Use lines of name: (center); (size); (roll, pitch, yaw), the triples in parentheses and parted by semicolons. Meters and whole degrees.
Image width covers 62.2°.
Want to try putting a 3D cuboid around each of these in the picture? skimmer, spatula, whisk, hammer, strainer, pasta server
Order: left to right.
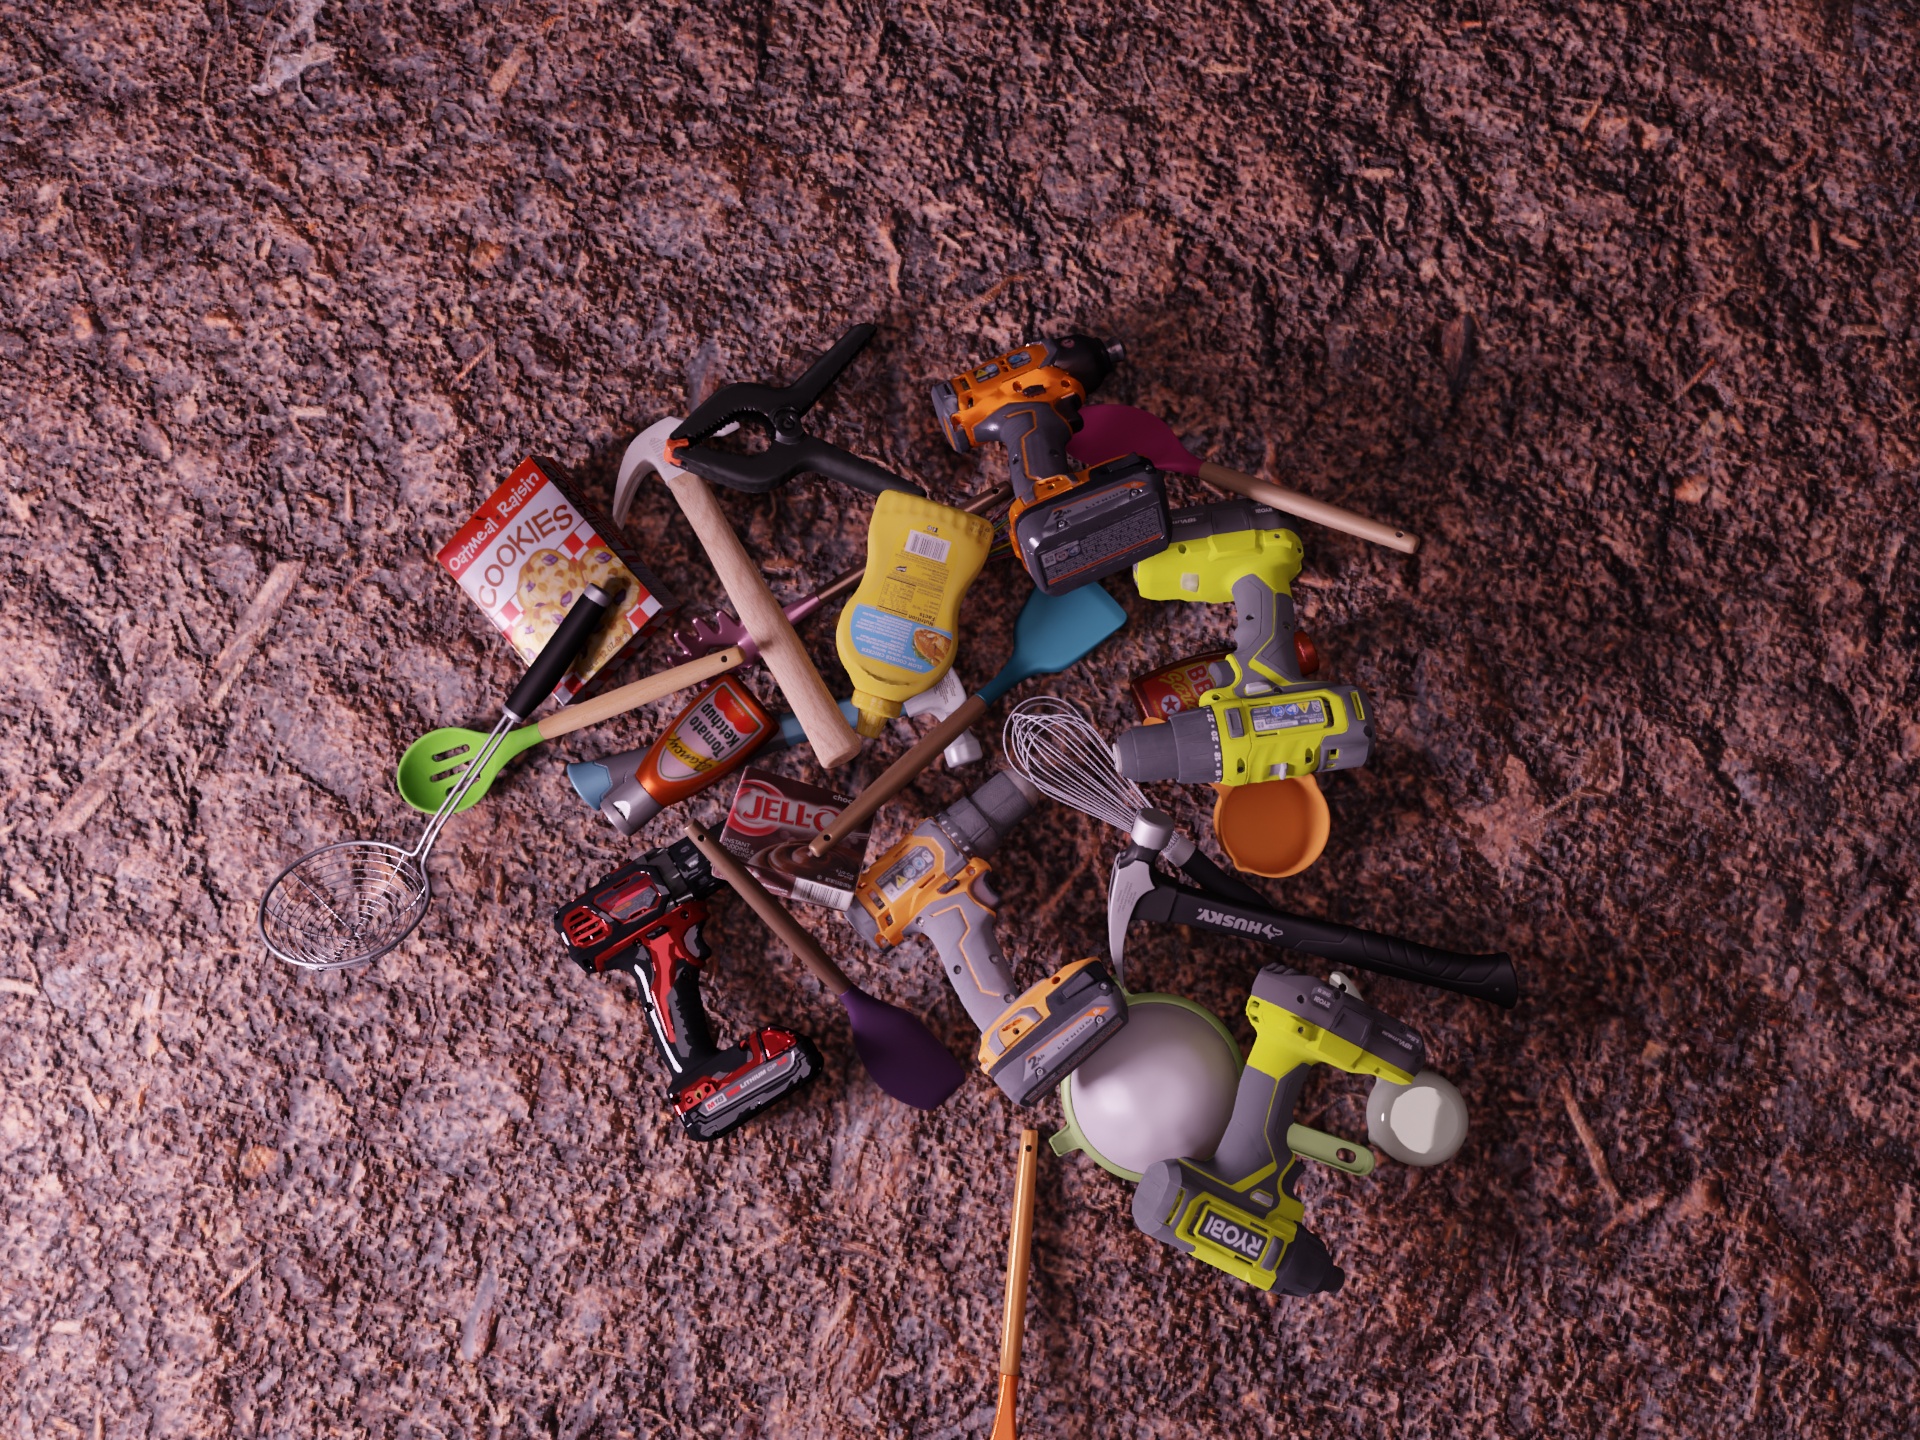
skimmer: (-0.401, 0.036, 1.235); (0.127, 0.090, 0.363); (37, 92, 30)
hammer: (-0.175, -0.105, 1.284); (0.130, 0.031, 0.331); (-29, 74, -7)
hammer: (-0.157, 0.013, 1.302); (0.331, 0.033, 0.128); (-15, 85, 0)
spatula: (-0.108, 0.192, 1.232); (0.060, 0.018, 0.315); (-40, 109, -3)
pasta server: (-0.095, -0.117, 1.312); (0.316, 0.040, 0.060); (-31, 74, -3)
spatula: (-0.002, -0.004, 1.260); (0.082, 0.044, 0.317); (43, 70, 11)
whisk: (0.003, -0.134, 1.308); (0.245, 0.051, 0.047); (-29, 62, -2)
spatula: (0.040, 0.487, 1.255); (0.081, 0.041, 0.323); (5, 80, 2)
whisk: (0.151, 0.082, 1.267); (0.284, 0.070, 0.070); (39, 86, -6)
strainer: (0.205, 0.309, 1.244); (0.256, 0.069, 0.151); (19, 85, 5)
hammer: (0.277, 0.175, 1.249); (0.334, 0.035, 0.146); (14, 114, -3)

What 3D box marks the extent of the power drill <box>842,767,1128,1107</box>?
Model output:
power drill: (0.036, 0.162, 1.246); (0.185, 0.084, 0.226); (-41, 69, -3)

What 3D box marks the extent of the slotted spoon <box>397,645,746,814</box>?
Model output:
slotted spoon: (-0.312, 0.001, 1.278); (0.314, 0.031, 0.070); (-20, 88, 13)

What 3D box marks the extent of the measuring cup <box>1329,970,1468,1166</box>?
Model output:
measuring cup: (0.341, 0.274, 1.260); (0.083, 0.038, 0.167); (-29, 84, -2)

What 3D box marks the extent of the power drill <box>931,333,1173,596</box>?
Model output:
power drill: (0.086, -0.219, 1.261); (0.164, 0.084, 0.227); (-23, 52, -1)

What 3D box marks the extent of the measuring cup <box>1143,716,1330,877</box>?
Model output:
measuring cup: (0.214, 0.055, 1.276); (0.173, 0.052, 0.095); (38, 87, 2)

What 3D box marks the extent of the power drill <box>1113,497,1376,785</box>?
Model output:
power drill: (0.202, -0.054, 1.236); (0.190, 0.080, 0.229); (-8, 60, 1)

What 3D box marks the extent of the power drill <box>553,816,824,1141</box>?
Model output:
power drill: (-0.193, 0.198, 1.264); (0.188, 0.080, 0.227); (-31, 80, -9)

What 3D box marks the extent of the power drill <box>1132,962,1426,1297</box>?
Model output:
power drill: (0.250, 0.312, 1.195); (0.171, 0.080, 0.223); (28, 83, -12)

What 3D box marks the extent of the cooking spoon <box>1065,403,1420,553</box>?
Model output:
cooking spoon: (0.214, -0.190, 1.259); (0.319, 0.017, 0.069); (26, 67, 30)
